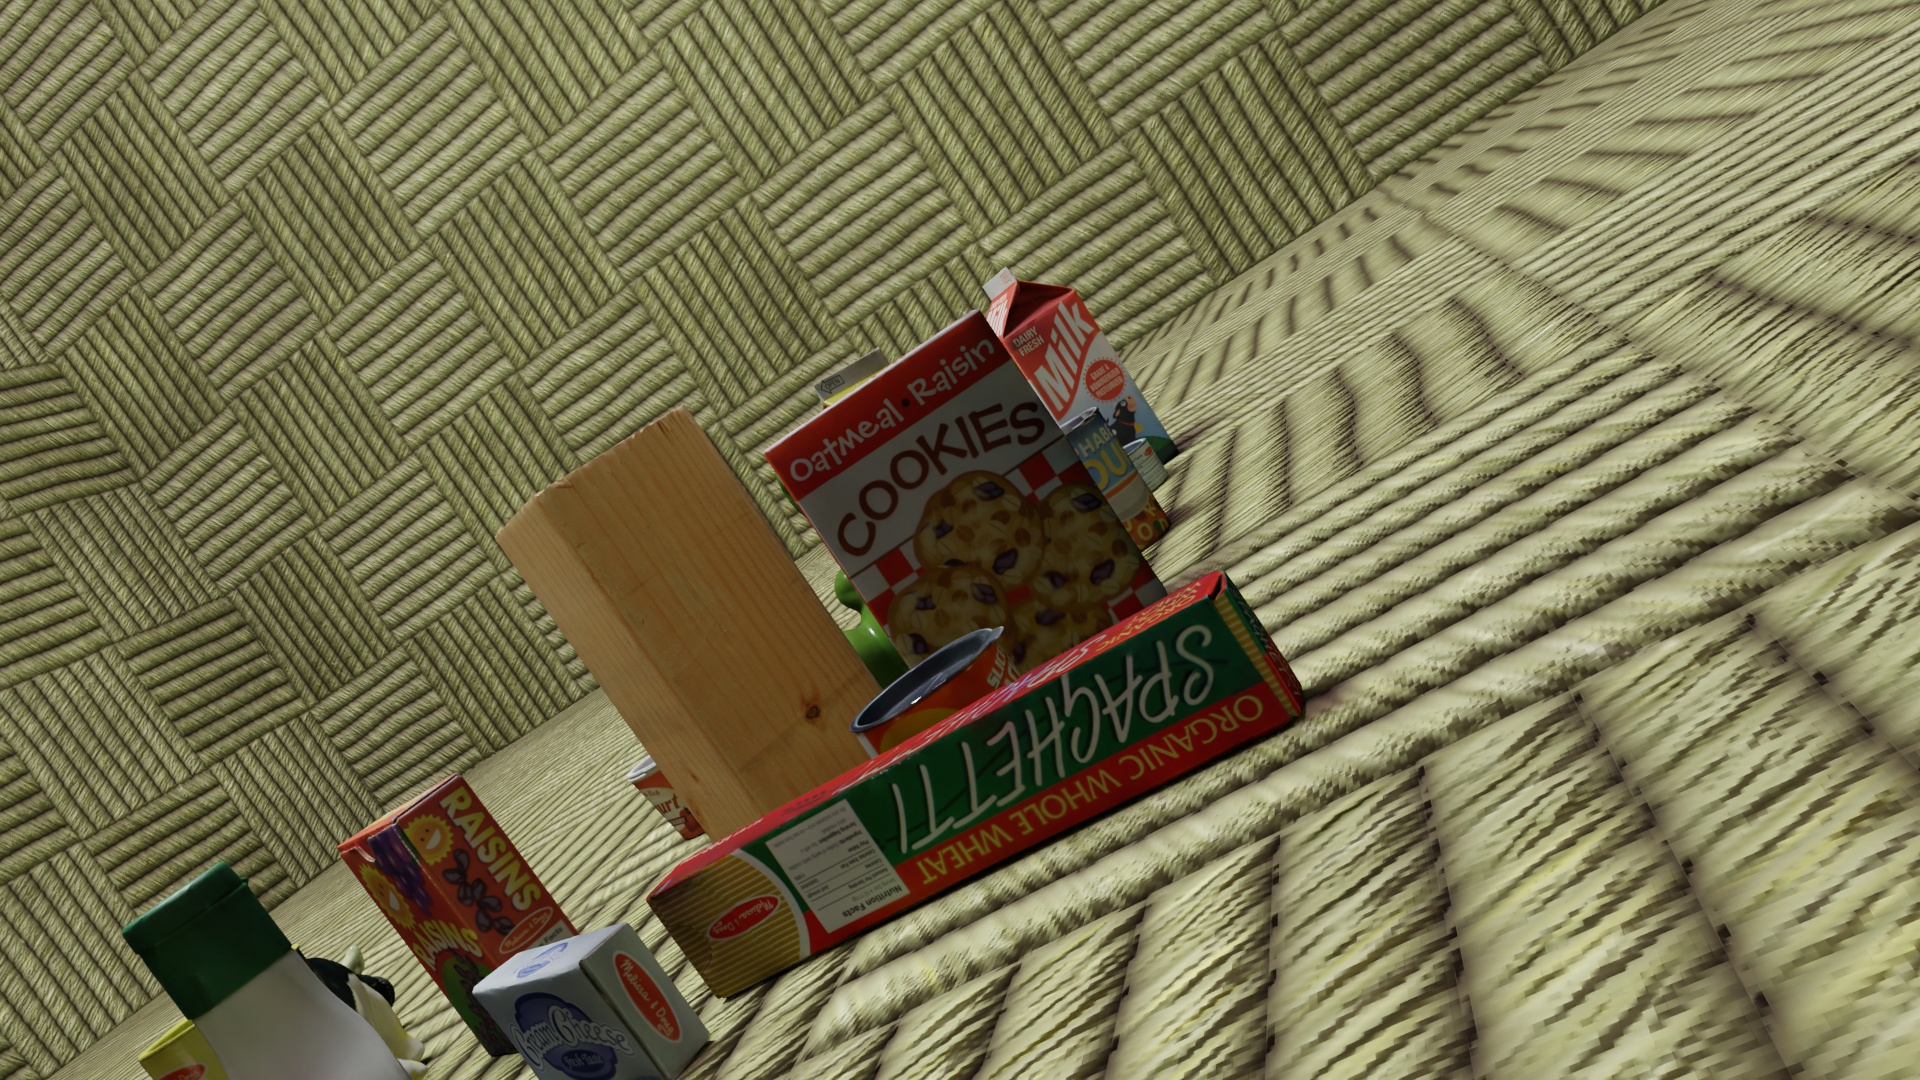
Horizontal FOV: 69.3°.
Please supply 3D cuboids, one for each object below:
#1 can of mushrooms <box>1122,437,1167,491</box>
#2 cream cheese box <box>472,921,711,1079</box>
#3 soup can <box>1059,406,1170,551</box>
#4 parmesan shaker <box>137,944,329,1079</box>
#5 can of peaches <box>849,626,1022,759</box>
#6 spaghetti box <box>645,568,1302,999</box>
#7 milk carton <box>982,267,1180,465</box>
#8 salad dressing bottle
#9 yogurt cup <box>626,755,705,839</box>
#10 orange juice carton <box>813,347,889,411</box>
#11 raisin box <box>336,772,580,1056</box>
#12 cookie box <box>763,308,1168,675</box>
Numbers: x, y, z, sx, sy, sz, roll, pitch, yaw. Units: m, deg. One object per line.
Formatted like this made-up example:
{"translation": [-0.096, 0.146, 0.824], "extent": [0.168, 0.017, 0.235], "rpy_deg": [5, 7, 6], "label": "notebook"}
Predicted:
{"translation": [0.112, -0.042, 1.000], "extent": [0.071, 0.033, 0.071], "rpy_deg": [-33, 6, 4], "label": "can of mushrooms"}
{"translation": [-0.138, 0.174, 0.511], "extent": [0.103, 0.053, 0.024], "rpy_deg": [-28, 8, 46], "label": "cream cheese box"}
{"translation": [0.078, -0.028, 0.829], "extent": [0.071, 0.083, 0.071], "rpy_deg": [-34, 6, 4], "label": "soup can"}
{"translation": [-0.266, 0.224, 0.554], "extent": [0.071, 0.103, 0.071], "rpy_deg": [-34, 6, 4], "label": "parmesan shaker"}
{"translation": [0.003, 0.075, 0.531], "extent": [0.071, 0.058, 0.071], "rpy_deg": [-33, 6, 4], "label": "can of peaches"}
{"translation": [-0.002, 0.089, 0.478], "extent": [0.249, 0.050, 0.029], "rpy_deg": [-31, 6, 23], "label": "spaghetti box"}
{"translation": [0.079, -0.123, 1.071], "extent": [0.073, 0.190, 0.072], "rpy_deg": [-35, 6, -14], "label": "milk carton"}
{"translation": [-0.219, 0.177, 0.465], "extent": [0.064, 0.147, 0.044], "rpy_deg": [-29, 7, 42], "label": "salad dressing bottle"}
{"translation": [-0.163, 0.147, 0.860], "extent": [0.072, 0.054, 0.072], "rpy_deg": [-33, 6, 4], "label": "yogurt cup"}
{"translation": [-0.026, -0.042, 0.974], "extent": [0.072, 0.192, 0.072], "rpy_deg": [-38, 7, -38], "label": "orange juice carton"}
{"translation": [-0.222, 0.173, 0.634], "extent": [0.086, 0.123, 0.040], "rpy_deg": [-28, 8, 47], "label": "raisin box"}
{"translation": [0.002, -0.008, 0.669], "extent": [0.123, 0.167, 0.040], "rpy_deg": [-34, 5, -3], "label": "cookie box"}
